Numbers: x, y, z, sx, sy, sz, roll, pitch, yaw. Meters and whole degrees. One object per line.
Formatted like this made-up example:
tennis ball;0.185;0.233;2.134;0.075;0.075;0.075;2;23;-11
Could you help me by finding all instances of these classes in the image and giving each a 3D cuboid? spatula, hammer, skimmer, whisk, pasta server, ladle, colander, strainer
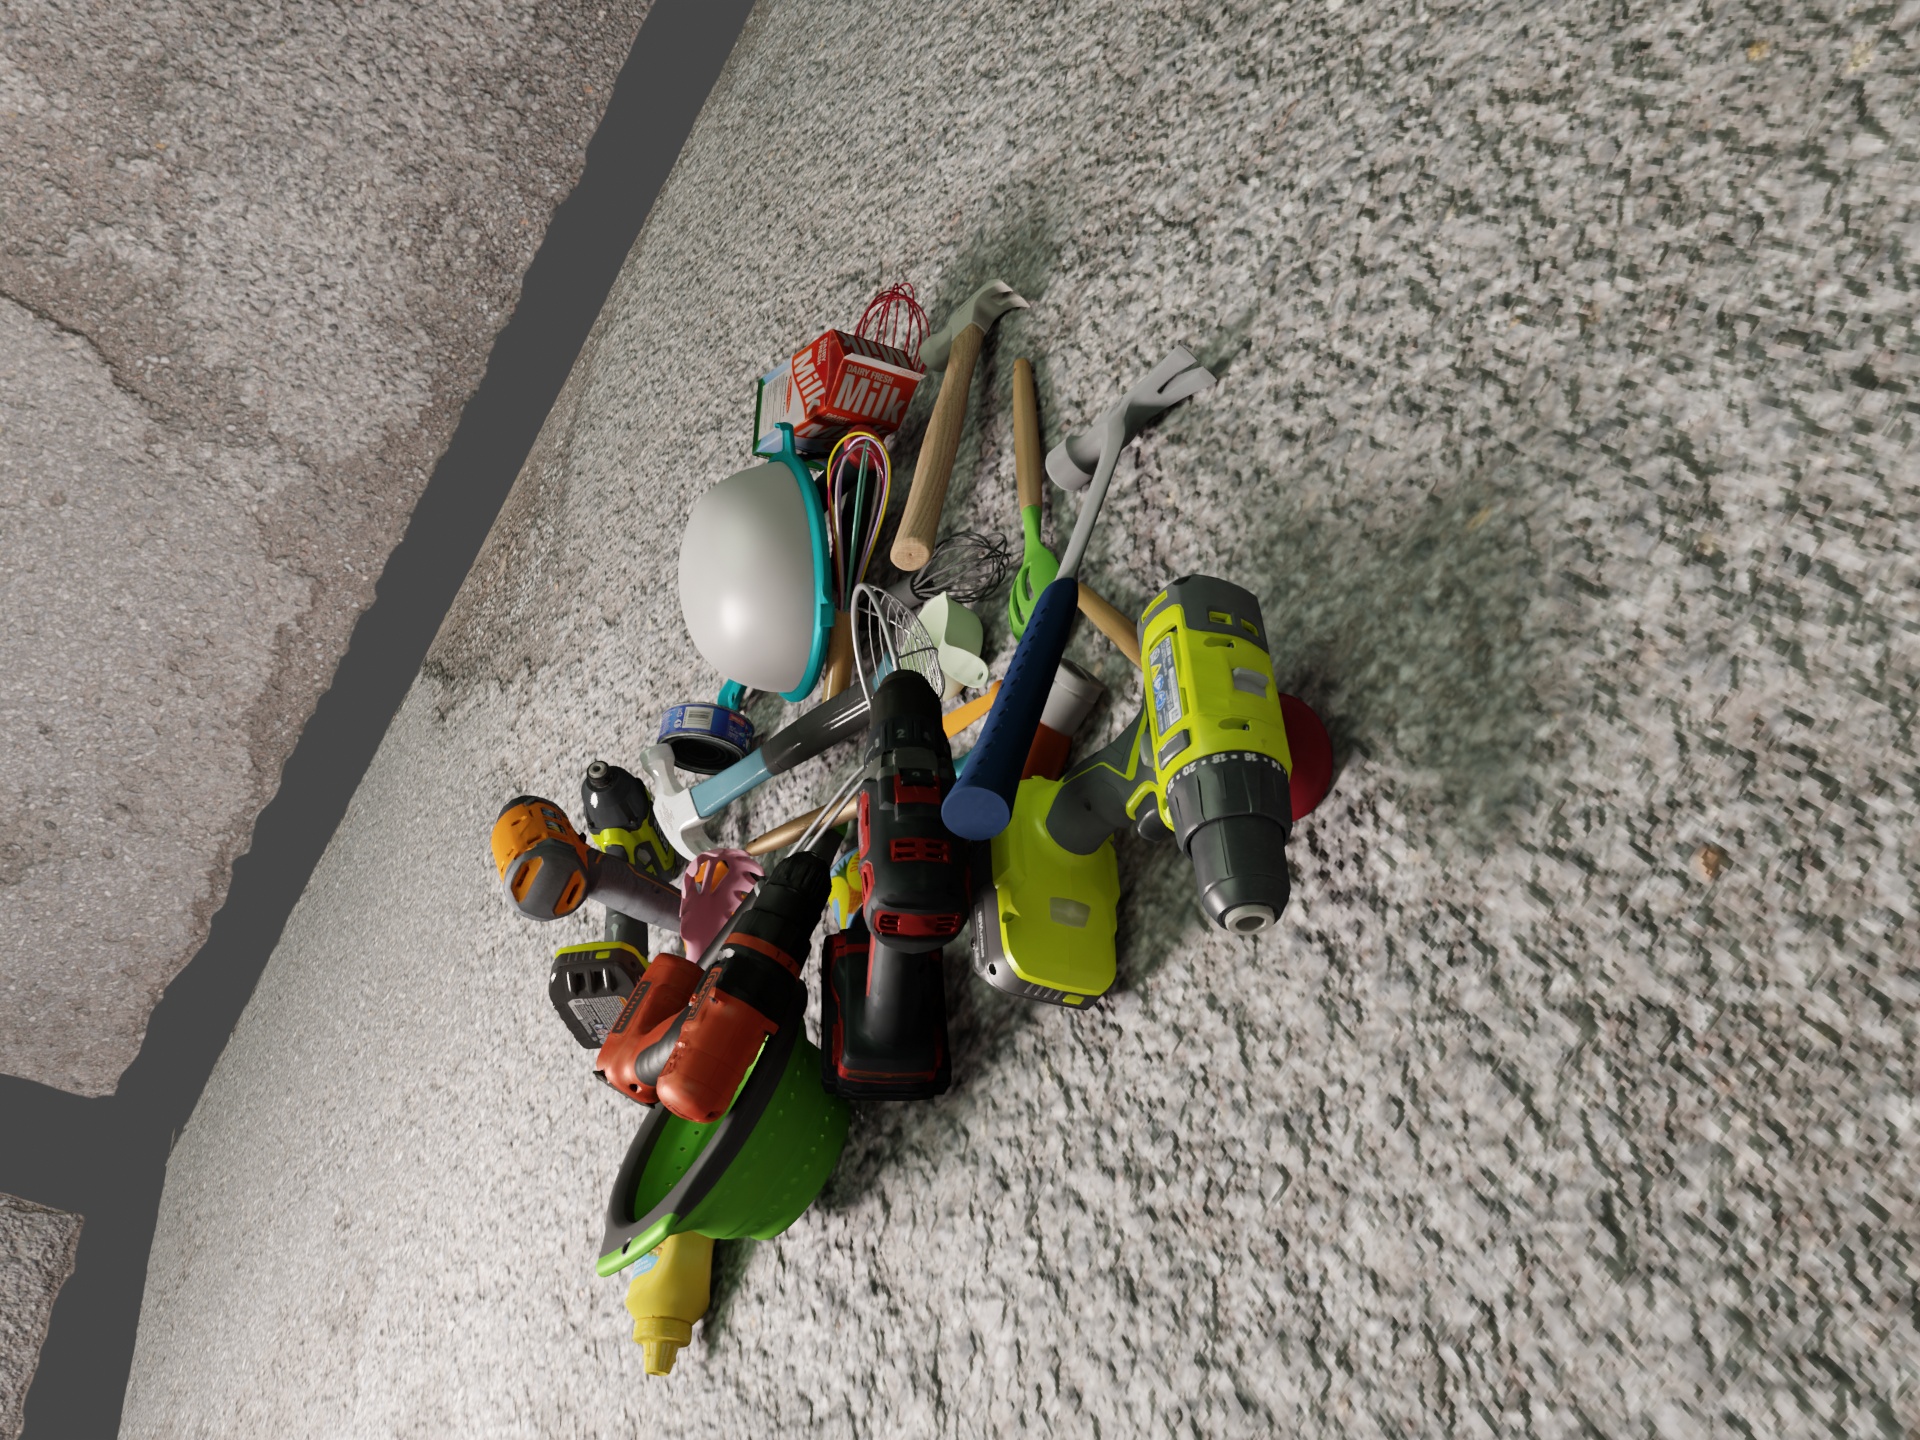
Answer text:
spatula;-0.060;0.042;1.144;0.317;0.044;0.082;-25;24;39
hammer;-0.009;-0.241;1.267;0.130;0.031;0.332;-37;29;40
skimmer;-0.125;0.069;1.096;0.363;0.090;0.127;-52;39;20
whisk;-0.079;-0.256;1.430;0.073;0.073;0.296;-6;70;58
hammer;-0.157;-0.166;1.447;0.386;0.038;0.143;-25;49;63
whisk;-0.092;-0.110;1.277;0.051;0.047;0.245;-119;36;-69
pasta server;-0.208;0.232;1.215;0.040;0.060;0.316;42;124;54
hammer;0.065;-0.087;0.948;0.144;0.035;0.406;-37;21;40
ladle;0.124;-0.028;0.936;0.069;0.031;0.316;-61;27;13
colander;-0.117;0.220;1.112;0.204;0.094;0.397;-41;19;41
whisk;-0.031;-0.101;1.240;0.239;0.055;0.055;-18;53;59
strainer;-0.203;-0.088;1.376;0.340;0.095;0.211;126;135;-55
hammer;-0.148;0.025;1.308;0.331;0.033;0.128;-30;77;39

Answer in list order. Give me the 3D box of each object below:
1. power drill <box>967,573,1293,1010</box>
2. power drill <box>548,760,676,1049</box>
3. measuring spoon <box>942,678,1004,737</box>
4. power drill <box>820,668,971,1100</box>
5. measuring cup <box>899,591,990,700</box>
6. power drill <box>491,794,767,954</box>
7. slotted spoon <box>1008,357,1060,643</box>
power drill;0.090;0.060;0.832;0.228;0.080;0.191;-50;33;44
power drill;-0.301;0.158;1.392;0.171;0.080;0.223;79;-175;-53
measuring spoon;-0.002;-0.004;1.145;0.117;0.011;0.021;-31;44;47
power drill;-0.038;0.100;0.951;0.188;0.080;0.226;-95;11;-46
measuring cup;0.002;-0.040;1.126;0.083;0.038;0.168;-66;23;4
power drill;-0.262;0.126;1.262;0.084;0.226;0.164;-62;28;6
slotted spoon;0.050;-0.168;1.168;0.070;0.031;0.314;120;157;-44
